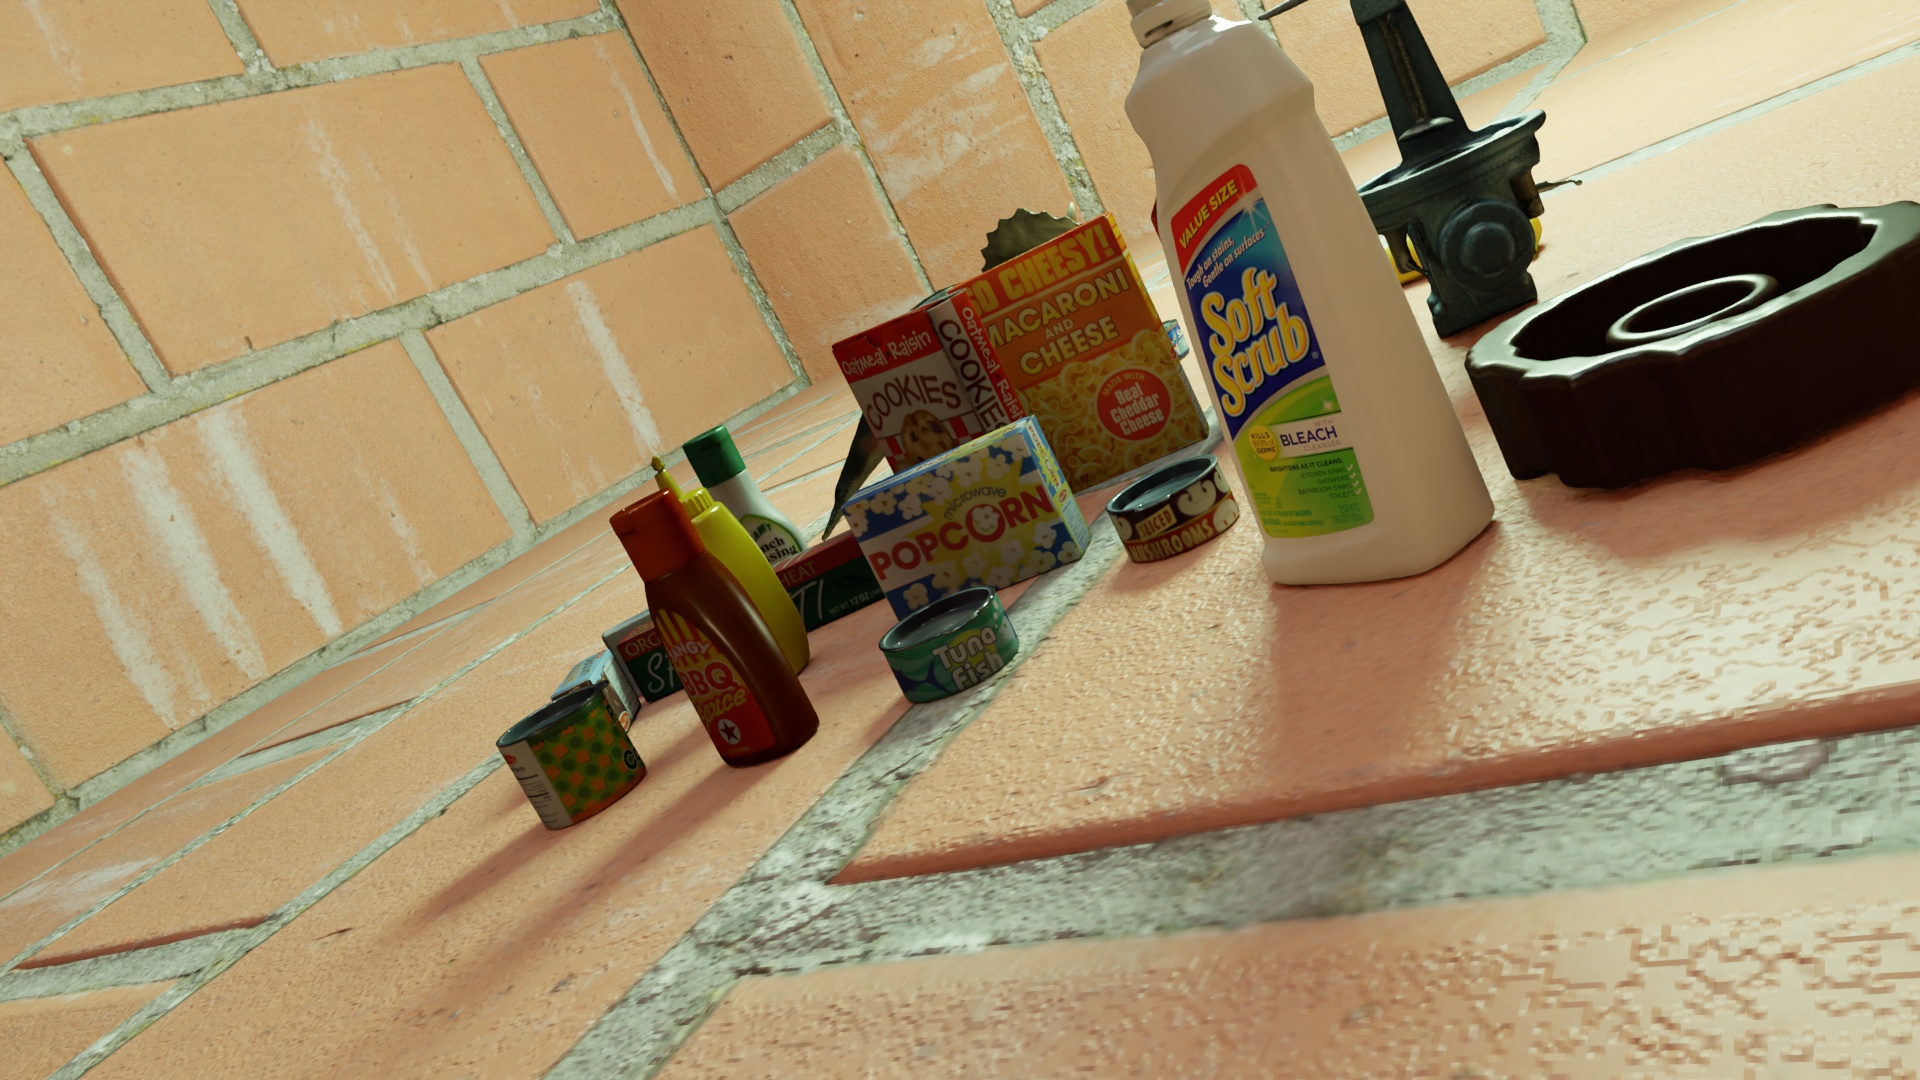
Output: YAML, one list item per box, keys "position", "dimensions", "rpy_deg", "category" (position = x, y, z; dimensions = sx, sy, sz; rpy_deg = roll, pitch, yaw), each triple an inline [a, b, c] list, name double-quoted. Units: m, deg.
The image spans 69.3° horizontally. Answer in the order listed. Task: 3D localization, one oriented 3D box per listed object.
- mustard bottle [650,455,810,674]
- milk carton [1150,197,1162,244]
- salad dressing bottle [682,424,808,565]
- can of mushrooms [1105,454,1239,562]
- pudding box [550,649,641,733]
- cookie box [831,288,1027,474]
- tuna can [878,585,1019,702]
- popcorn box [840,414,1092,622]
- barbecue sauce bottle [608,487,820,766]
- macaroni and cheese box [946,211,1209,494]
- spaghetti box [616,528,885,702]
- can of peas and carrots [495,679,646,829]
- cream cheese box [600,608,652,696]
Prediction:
- position: [-0.151, 0.019, 0.854]
  dimensions: [0.048, 0.160, 0.065]
  rpy_deg: [-20, 13, 32]
  category: "mustard bottle"
- position: [0.201, -0.202, 0.983]
  dimensions: [0.073, 0.190, 0.073]
  rpy_deg: [-35, 14, -35]
  category: "milk carton"
- position: [-0.163, -0.015, 1.061]
  dimensions: [0.064, 0.147, 0.044]
  rpy_deg: [-28, 11, -8]
  category: "salad dressing bottle"
- position: [0.114, -0.016, 0.749]
  dimensions: [0.071, 0.033, 0.071]
  rpy_deg: [-25, 12, 6]
  category: "can of mushrooms"
- position: [-0.246, 0.109, 0.941]
  dimensions: [0.030, 0.049, 0.084]
  rpy_deg: [-27, 11, 0]
  category: "pudding box"
- position: [-0.008, -0.074, 0.936]
  dimensions: [0.040, 0.167, 0.122]
  rpy_deg: [-34, 13, -32]
  category: "cookie box"
- position: [-0.004, 0.053, 0.705]
  dimensions: [0.071, 0.032, 0.071]
  rpy_deg: [-25, 12, 6]
  category: "tuna can"
- position: [0.003, -0.010, 0.835]
  dimensions: [0.126, 0.085, 0.038]
  rpy_deg: [-22, 12, 20]
  category: "popcorn box"
- position: [-0.132, 0.045, 0.728]
  dimensions: [0.064, 0.148, 0.044]
  rpy_deg: [-17, 15, 41]
  category: "barbecue sauce bottle"
- position: [0.082, -0.126, 0.966]
  dimensions: [0.123, 0.166, 0.040]
  rpy_deg: [-23, 12, 17]
  category: "macaroni and cheese box"
- position: [-0.121, 0.041, 0.965]
  dimensions: [0.250, 0.050, 0.029]
  rpy_deg: [-24, 11, 10]
  category: "spaghetti box"
- position: [-0.222, 0.123, 0.804]
  dimensions: [0.071, 0.058, 0.071]
  rpy_deg: [-25, 11, 6]
  category: "can of peas and carrots"
- position: [-0.206, 0.067, 1.028]
  dimensions: [0.104, 0.053, 0.024]
  rpy_deg: [-28, 11, -9]
  category: "cream cheese box"
